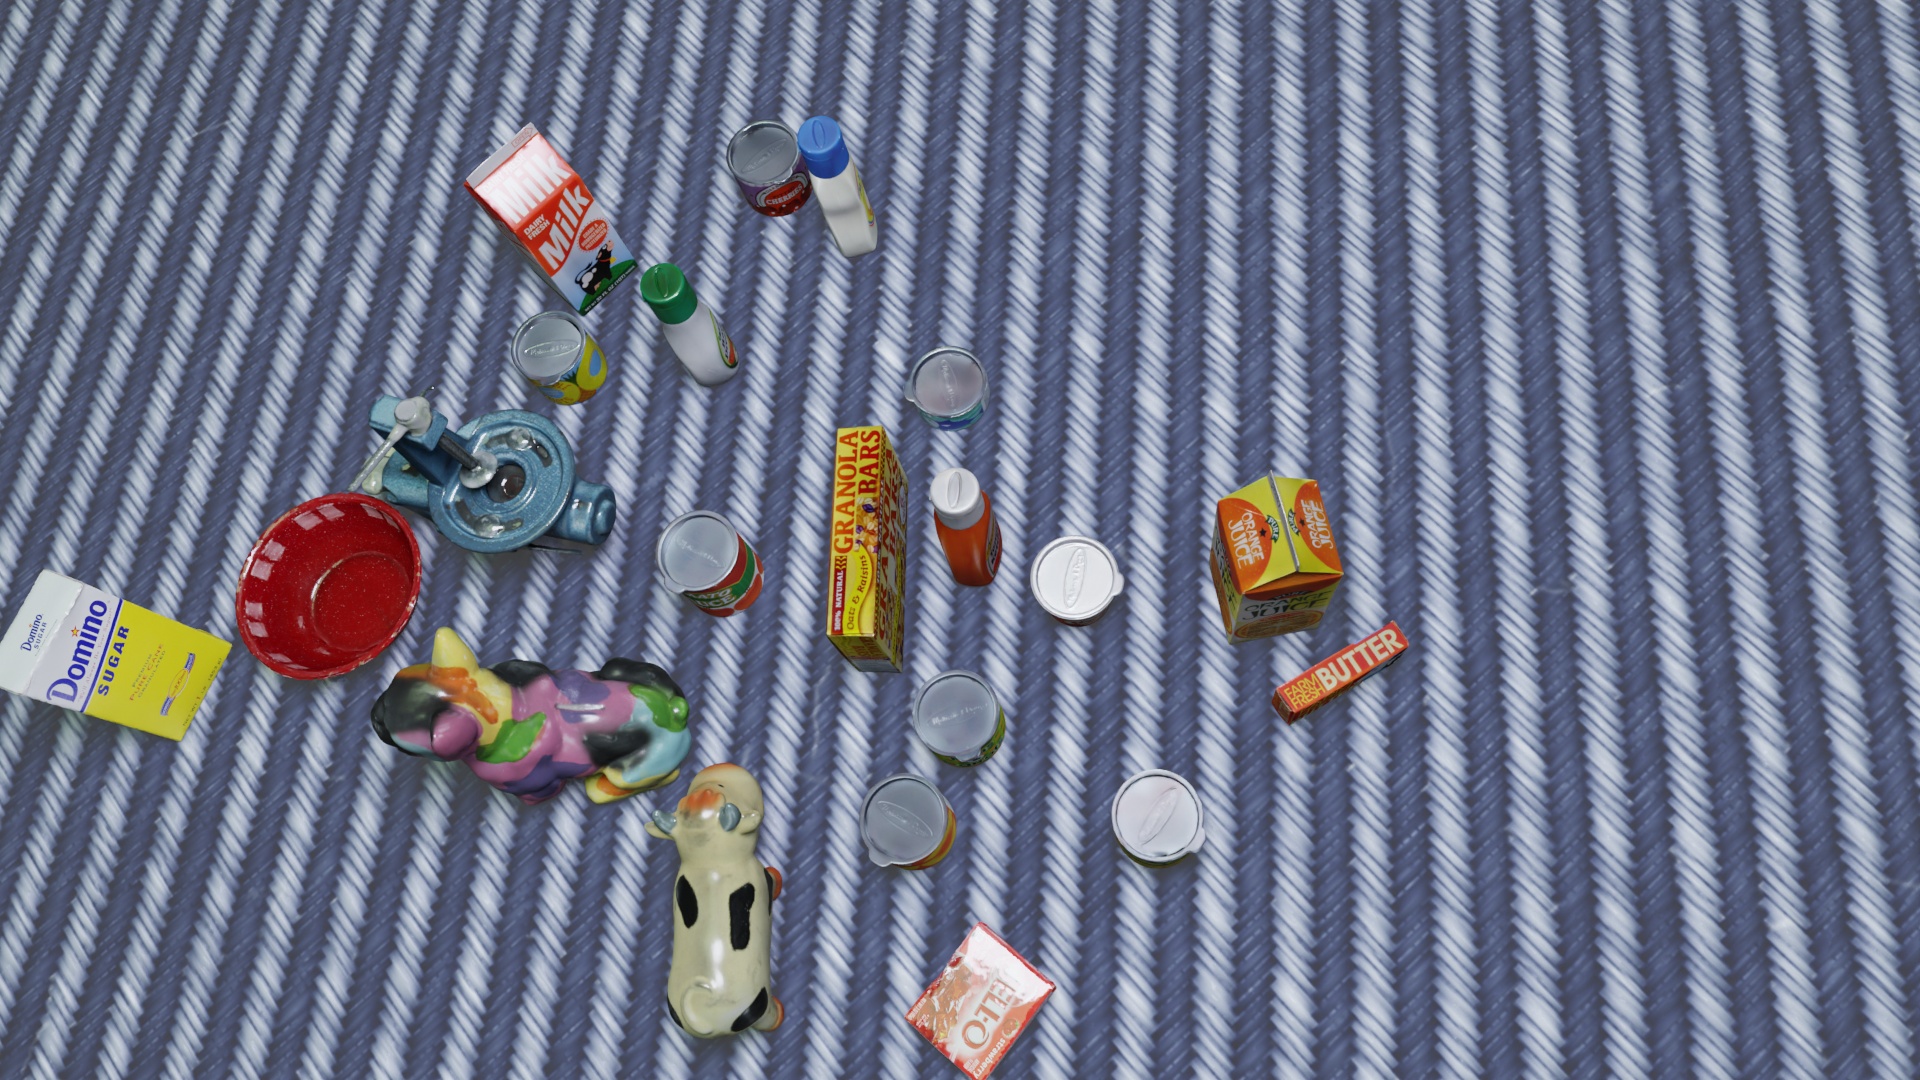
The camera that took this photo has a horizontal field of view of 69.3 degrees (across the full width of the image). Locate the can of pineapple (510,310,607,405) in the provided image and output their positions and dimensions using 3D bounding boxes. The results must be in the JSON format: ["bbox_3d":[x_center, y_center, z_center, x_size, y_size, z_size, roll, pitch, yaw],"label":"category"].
[{"bbox_3d":[-0.349,-0.157,1.212,0.071,0.057,0.071,-2,71,7],"label":"can of pineapple"}]

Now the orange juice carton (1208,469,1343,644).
[{"bbox_3d":[0.227,0.014,1.008,0.073,0.192,0.072,-12,71,4],"label":"orange juice carton"}]

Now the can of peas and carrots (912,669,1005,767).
[{"bbox_3d":[0.001,0.140,1.065,0.071,0.058,0.071,-2,71,7],"label":"can of peas and carrots"}]

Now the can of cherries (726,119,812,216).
[{"bbox_3d":[-0.169,-0.331,1.248,0.071,0.058,0.071,-2,71,7],"label":"can of cherries"}]

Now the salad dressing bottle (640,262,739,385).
[{"bbox_3d":[-0.225,-0.179,1.156,0.044,0.147,0.064,-18,70,1],"label":"salad dressing bottle"}]

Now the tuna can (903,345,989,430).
[{"bbox_3d":[-0.011,-0.127,1.171,0.071,0.032,0.071,-2,71,7],"label":"tuna can"}]

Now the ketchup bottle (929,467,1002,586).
[{"bbox_3d":[0.004,-0.013,1.069,0.043,0.148,0.065,2,72,8],"label":"ketchup bottle"}]

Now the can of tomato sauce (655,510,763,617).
[{"bbox_3d":[-0.200,0.022,1.118,0.071,0.083,0.071,-2,71,7],"label":"can of tomato sauce"}]

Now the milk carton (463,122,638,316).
[{"bbox_3d":[-0.353,-0.278,1.183,0.073,0.190,0.072,41,81,18],"label":"milk carton"}]

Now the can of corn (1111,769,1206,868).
[{"bbox_3d":[0.147,0.208,1.023,0.071,0.058,0.071,-2,71,7],"label":"can of corn"}]

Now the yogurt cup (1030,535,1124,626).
[{"bbox_3d":[0.091,0.035,1.092,0.072,0.053,0.072,-2,71,7],"label":"yogurt cup"}]

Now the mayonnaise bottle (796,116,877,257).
[{"bbox_3d":[-0.104,-0.303,1.182,0.041,0.147,0.065,-13,71,3],"label":"mayonnaise bottle"}]

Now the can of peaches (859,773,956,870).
[{"bbox_3d":[-0.040,0.215,1.045,0.071,0.058,0.071,-2,71,7],"label":"can of peaches"}]

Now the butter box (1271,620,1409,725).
[{"bbox_3d":[0.285,0.101,1.045,0.103,0.053,0.024,-30,71,-3],"label":"butter box"}]

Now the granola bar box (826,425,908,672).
[{"bbox_3d":[-0.071,0.010,1.084,0.039,0.124,0.166,-1,71,7],"label":"granola bar box"}]
